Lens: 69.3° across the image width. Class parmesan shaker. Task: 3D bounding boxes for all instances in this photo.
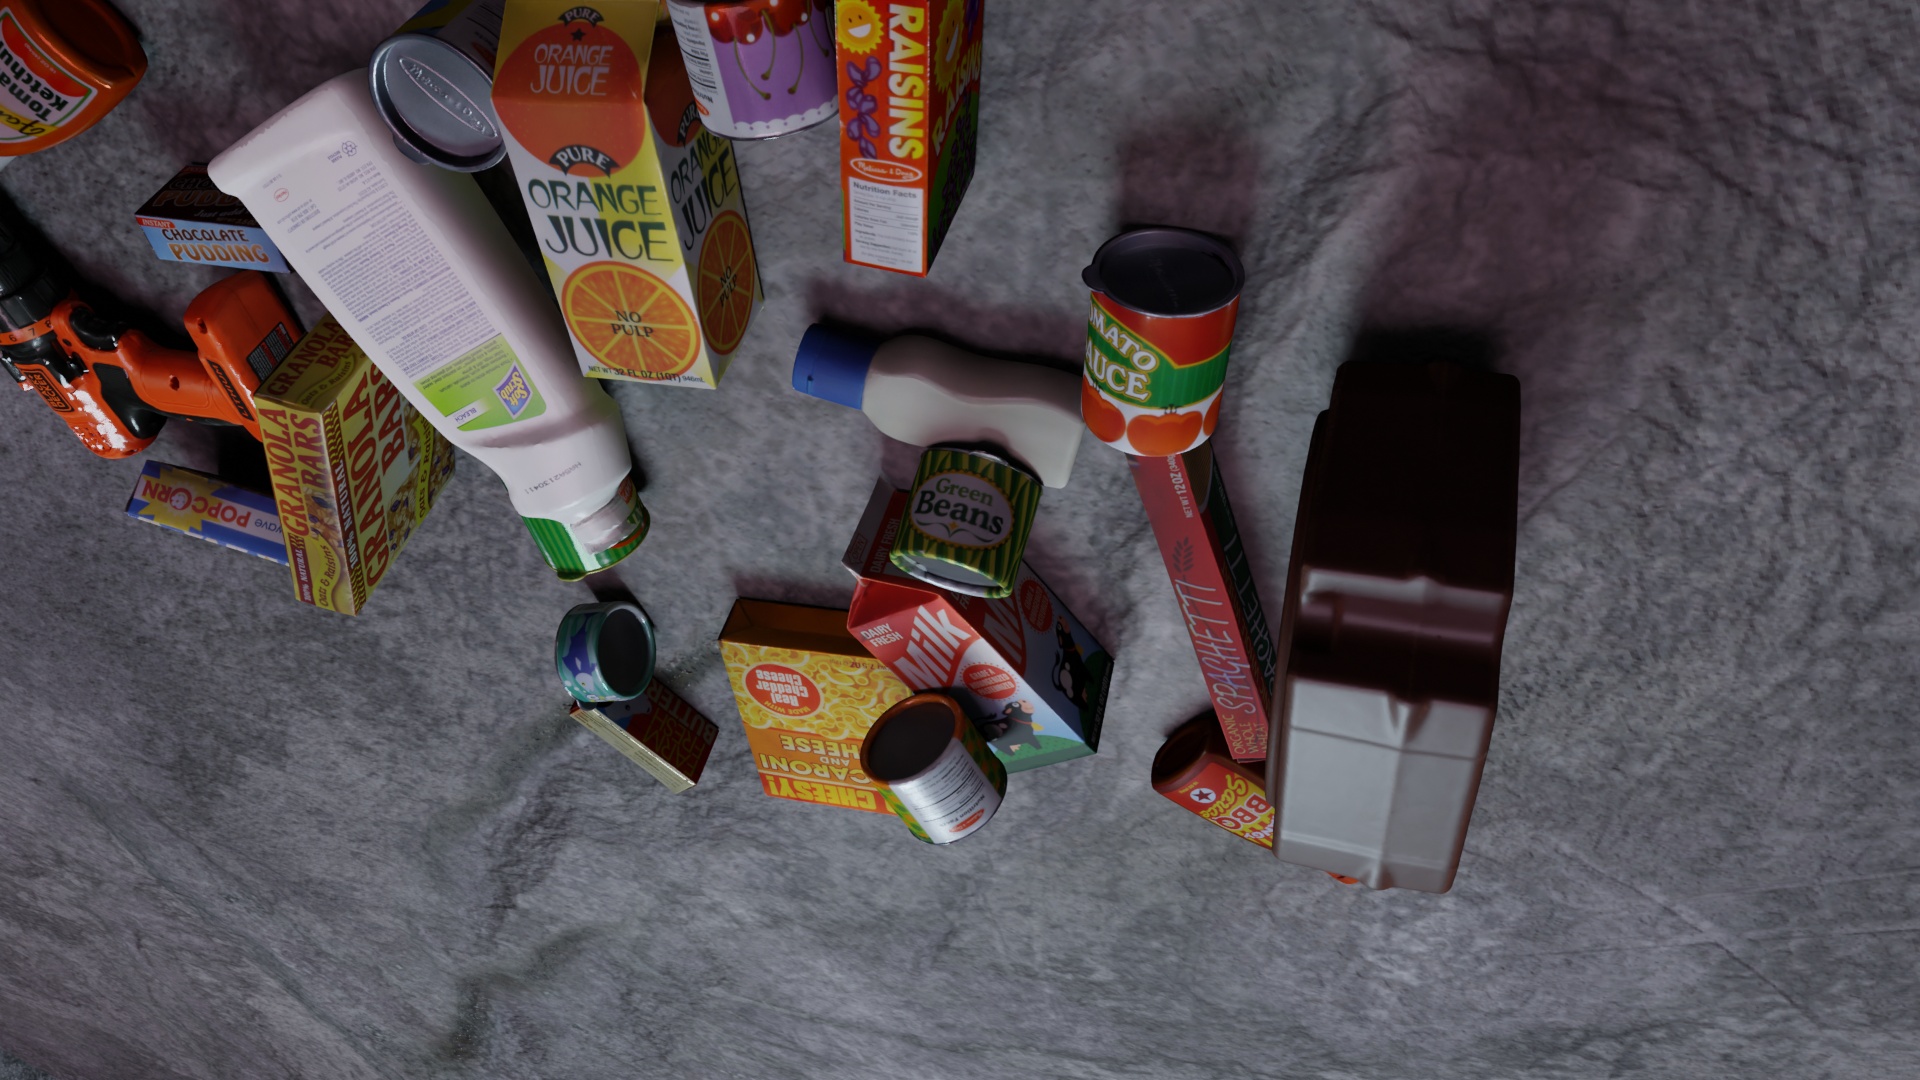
[{"bbox_3d":[-0.227,-0.037,0.790,0.071,0.072,0.102,2,135,17],"label":"parmesan shaker"}]

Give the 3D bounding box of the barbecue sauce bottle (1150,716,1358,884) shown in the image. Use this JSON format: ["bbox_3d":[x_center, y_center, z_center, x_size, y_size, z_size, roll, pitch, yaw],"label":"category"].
[{"bbox_3d":[0.196,0.168,0.878,0.148,0.044,0.064,32,134,-15],"label":"barbecue sauce bottle"}]

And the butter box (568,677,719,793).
[{"bbox_3d":[-0.220,0.127,0.971,0.024,0.053,0.103,-27,122,34],"label":"butter box"}]

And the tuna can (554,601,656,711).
[{"bbox_3d":[-0.231,0.075,0.909,0.033,0.071,0.070,-6,132,24],"label":"tuna can"}]

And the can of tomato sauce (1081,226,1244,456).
[{"bbox_3d":[0.088,-0.089,0.631,0.071,0.071,0.082,10,137,9],"label":"can of tomato sauce"}]

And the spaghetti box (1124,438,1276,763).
[{"bbox_3d":[0.137,0.026,0.747,0.028,0.050,0.249,-5,133,25],"label":"spaghetti box"}]

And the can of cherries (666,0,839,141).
[{"bbox_3d":[-0.080,-0.207,0.572,0.071,0.072,0.058,3,134,16],"label":"can of cherries"}]

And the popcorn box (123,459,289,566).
[{"bbox_3d":[-0.444,-0.011,0.885,0.127,0.038,0.085,17,176,1],"label":"popcorn box"}]

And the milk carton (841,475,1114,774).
[{"bbox_3d":[0.003,0.049,0.800,0.073,0.073,0.190,-21,124,35],"label":"milk carton"}]

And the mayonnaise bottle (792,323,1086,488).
[{"bbox_3d":[-0.009,-0.073,0.703,0.148,0.041,0.064,17,143,3],"label":"mayonnaise bottle"}]

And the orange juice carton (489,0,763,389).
[{"bbox_3d":[-0.149,-0.166,0.630,0.072,0.073,0.191,7,136,13],"label":"orange juice carton"}]

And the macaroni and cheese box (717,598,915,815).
[{"bbox_3d":[-0.081,0.114,0.920,0.124,0.040,0.165,6,135,13],"label":"macaroni and cheese box"}]

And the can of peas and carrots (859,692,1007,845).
[{"bbox_3d":[-0.016,0.127,0.788,0.071,0.071,0.058,-11,130,28],"label":"can of peas and carrots"}]

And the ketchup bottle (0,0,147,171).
[{"bbox_3d":[-0.475,-0.226,0.702,0.148,0.044,0.064,-18,126,34],"label":"ketchup bottle"}]

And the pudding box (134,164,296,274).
[{"bbox_3d":[-0.374,-0.168,0.723,0.084,0.050,0.030,8,138,12],"label":"pudding box"}]

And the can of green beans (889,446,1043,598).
[{"bbox_3d":[0.003,-0.008,0.709,0.071,0.058,0.071,16,166,4],"label":"can of green beans"}]

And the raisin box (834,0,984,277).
[{"bbox_3d":[-0.019,-0.182,0.559,0.040,0.086,0.122,12,137,9],"label":"raisin box"}]

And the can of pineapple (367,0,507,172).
[{"bbox_3d":[-0.221,-0.208,0.623,0.071,0.058,0.070,10,136,10],"label":"can of pineapple"}]

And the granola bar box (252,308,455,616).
[{"bbox_3d":[-0.329,-0.056,0.767,0.039,0.125,0.164,18,137,-1],"label":"granola bar box"}]
